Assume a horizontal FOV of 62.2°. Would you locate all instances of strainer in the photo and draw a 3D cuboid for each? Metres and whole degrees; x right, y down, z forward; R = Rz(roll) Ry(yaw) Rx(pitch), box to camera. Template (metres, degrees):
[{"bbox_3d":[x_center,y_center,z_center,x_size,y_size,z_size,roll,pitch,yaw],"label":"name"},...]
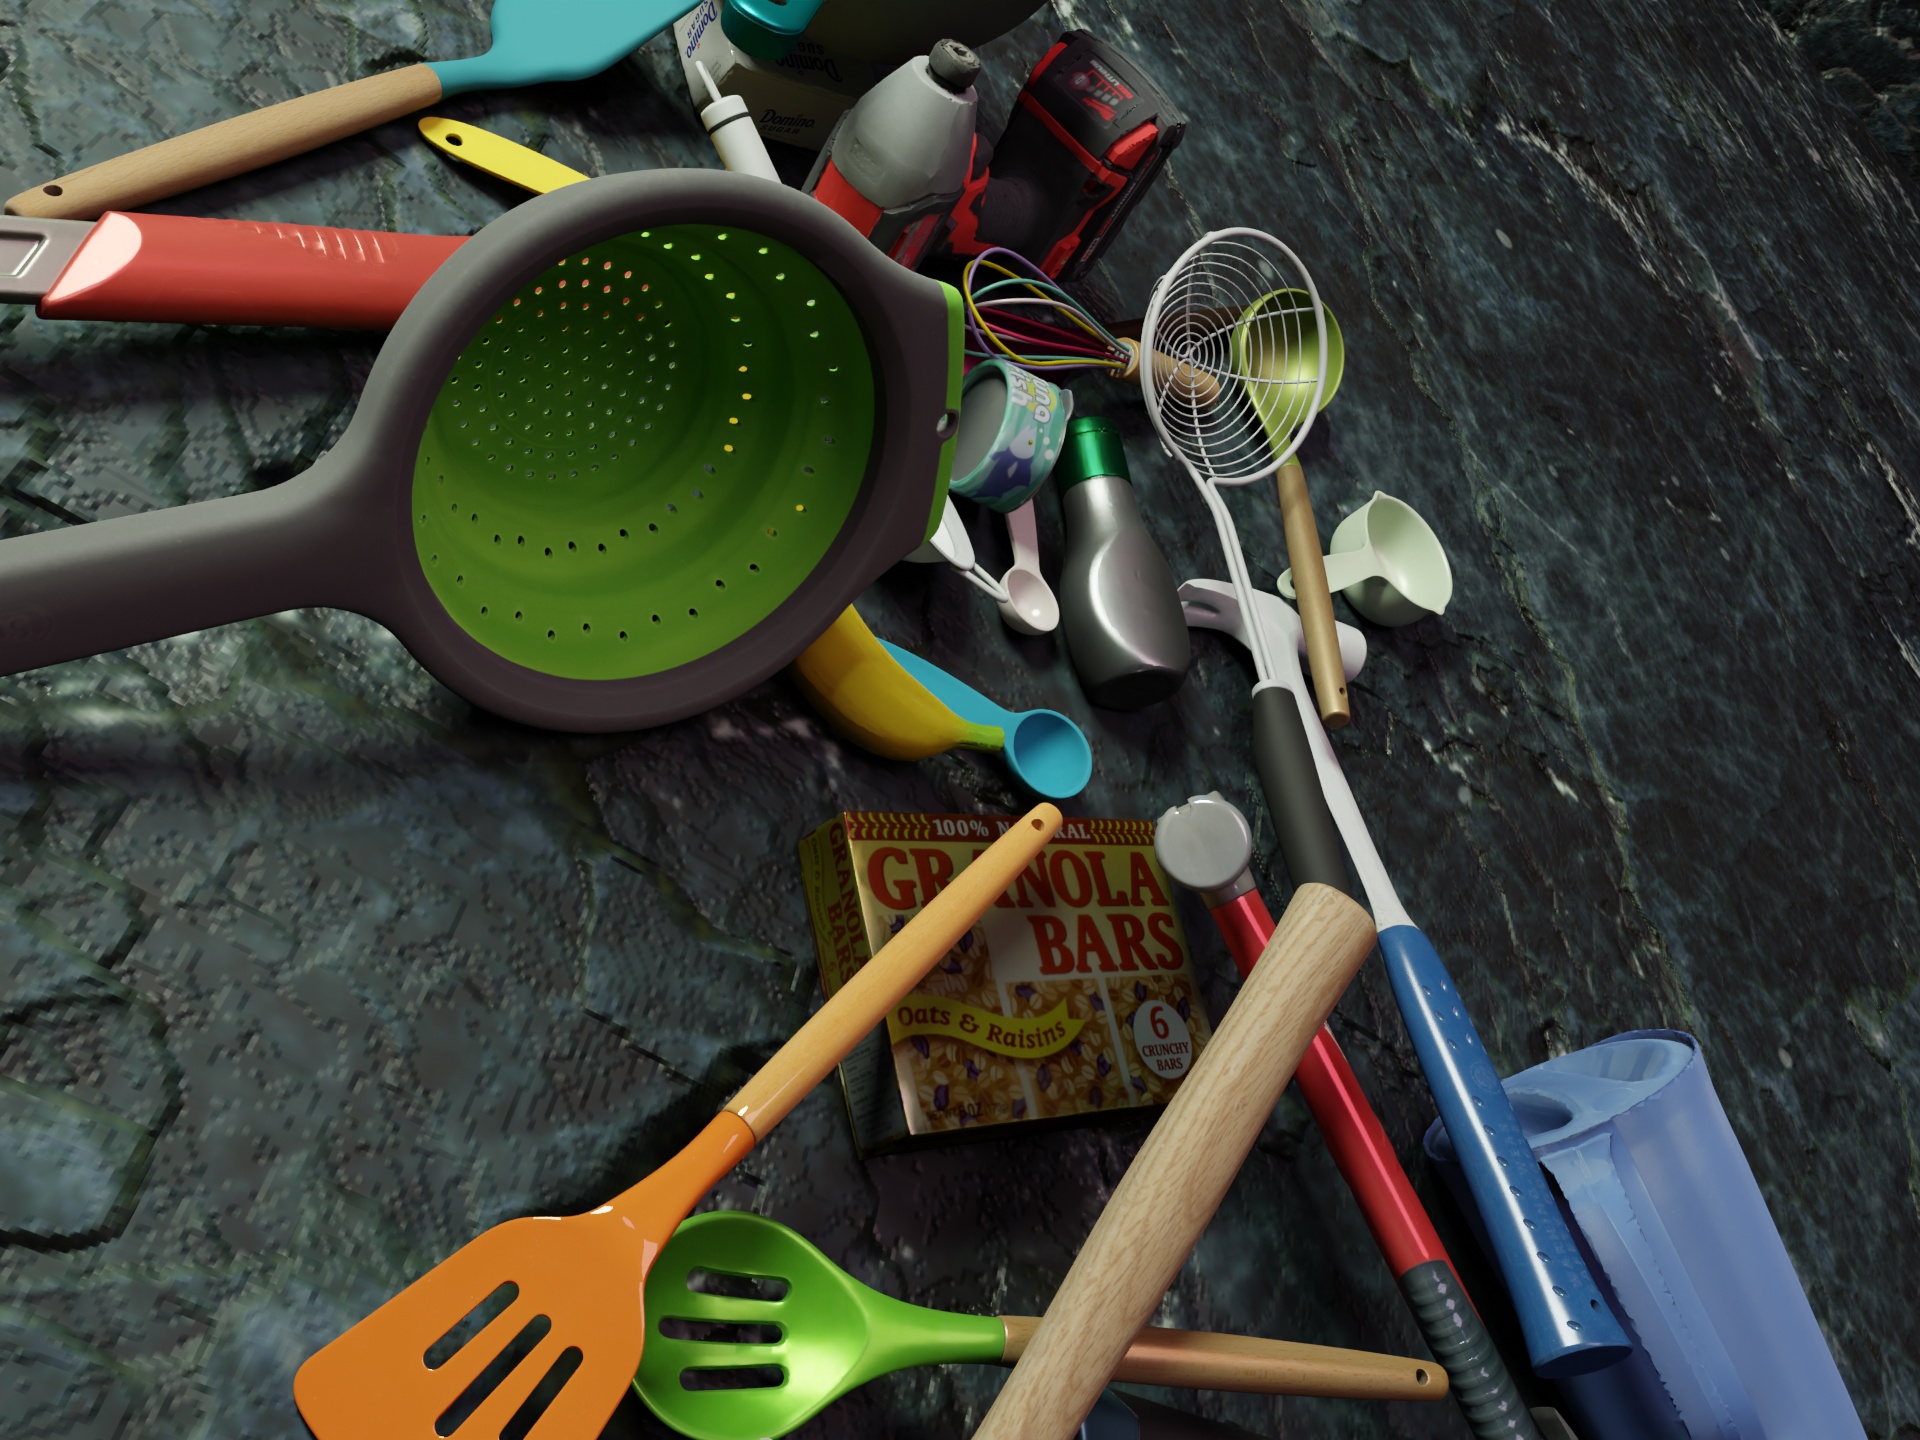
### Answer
[{"bbox_3d":[-0.055,-0.158,0.684,0.258,0.050,0.087,65,14,-12],"label":"strainer"},{"bbox_3d":[-0.056,-0.328,0.691,0.211,0.095,0.341,26,43,-10],"label":"strainer"}]

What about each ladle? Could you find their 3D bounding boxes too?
[{"bbox_3d":[0.192,-0.125,0.867,0.078,0.062,0.320,29,41,-27],"label":"ladle"}]

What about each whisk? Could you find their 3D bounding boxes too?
[{"bbox_3d":[0.072,-0.188,0.822,0.047,0.051,0.244,47,24,27],"label":"whisk"}]

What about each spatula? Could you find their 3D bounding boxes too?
[{"bbox_3d":[-0.227,-0.253,0.620,0.082,0.044,0.317,36,46,7],"label":"spatula"},{"bbox_3d":[-0.060,0.120,0.519,0.081,0.041,0.323,41,48,9],"label":"spatula"}]

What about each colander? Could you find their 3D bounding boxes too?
[{"bbox_3d":[-0.187,-0.082,0.517,0.397,0.204,0.095,-18,44,-30],"label":"colander"}]

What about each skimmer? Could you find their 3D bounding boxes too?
[{"bbox_3d":[0.154,-0.076,0.743,0.127,0.090,0.364,21,47,-36],"label":"skimmer"}]

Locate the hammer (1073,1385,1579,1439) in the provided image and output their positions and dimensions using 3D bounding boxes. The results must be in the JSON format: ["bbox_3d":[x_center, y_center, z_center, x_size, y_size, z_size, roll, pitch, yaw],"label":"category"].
[{"bbox_3d":[0.160,0.317,0.632,0.330,0.033,0.128,28,51,-26],"label":"hammer"}]

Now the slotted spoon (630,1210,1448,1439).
[{"bbox_3d":[0.035,0.216,0.541,0.313,0.031,0.070,13,59,-20],"label":"slotted spoon"}]

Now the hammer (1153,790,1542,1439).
[{"bbox_3d":[0.182,0.208,0.657,0.386,0.038,0.143,64,8,8],"label":"hammer"}]

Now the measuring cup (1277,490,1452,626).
[{"bbox_3d":[0.222,-0.082,0.916,0.167,0.038,0.083,-17,78,-42],"label":"measuring cup"}]

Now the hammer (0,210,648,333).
[{"bbox_3d":[-0.252,-0.140,0.527,0.359,0.037,0.149,-12,89,-47],"label":"hammer"}]

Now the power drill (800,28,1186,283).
[{"bbox_3d":[0.010,-0.263,0.760,0.078,0.143,0.219,46,41,9],"label":"power drill"}]

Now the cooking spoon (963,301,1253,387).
[{"bbox_3d":[0.091,-0.216,0.892,0.319,0.017,0.069,-21,82,-45],"label":"cooking spoon"}]

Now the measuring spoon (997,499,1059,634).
[{"bbox_3d":[0.025,-0.090,0.768,0.034,0.018,0.124,24,46,-36],"label":"measuring spoon"}]

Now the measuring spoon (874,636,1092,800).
[{"bbox_3d":[-0.001,-0.002,0.694,0.128,0.021,0.042,29,56,-14],"label":"measuring spoon"}]

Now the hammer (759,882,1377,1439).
[{"bbox_3d":[0.050,0.184,0.525,0.130,0.031,0.331,43,62,-9],"label":"hammer"}]

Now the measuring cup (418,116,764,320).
[{"bbox_3d":[-0.155,-0.211,0.678,0.156,0.029,0.062,22,52,-16],"label":"measuring cup"}]

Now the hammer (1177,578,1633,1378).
[{"bbox_3d":[0.192,0.089,0.726,0.144,0.035,0.406,17,42,-32],"label":"hammer"}]
